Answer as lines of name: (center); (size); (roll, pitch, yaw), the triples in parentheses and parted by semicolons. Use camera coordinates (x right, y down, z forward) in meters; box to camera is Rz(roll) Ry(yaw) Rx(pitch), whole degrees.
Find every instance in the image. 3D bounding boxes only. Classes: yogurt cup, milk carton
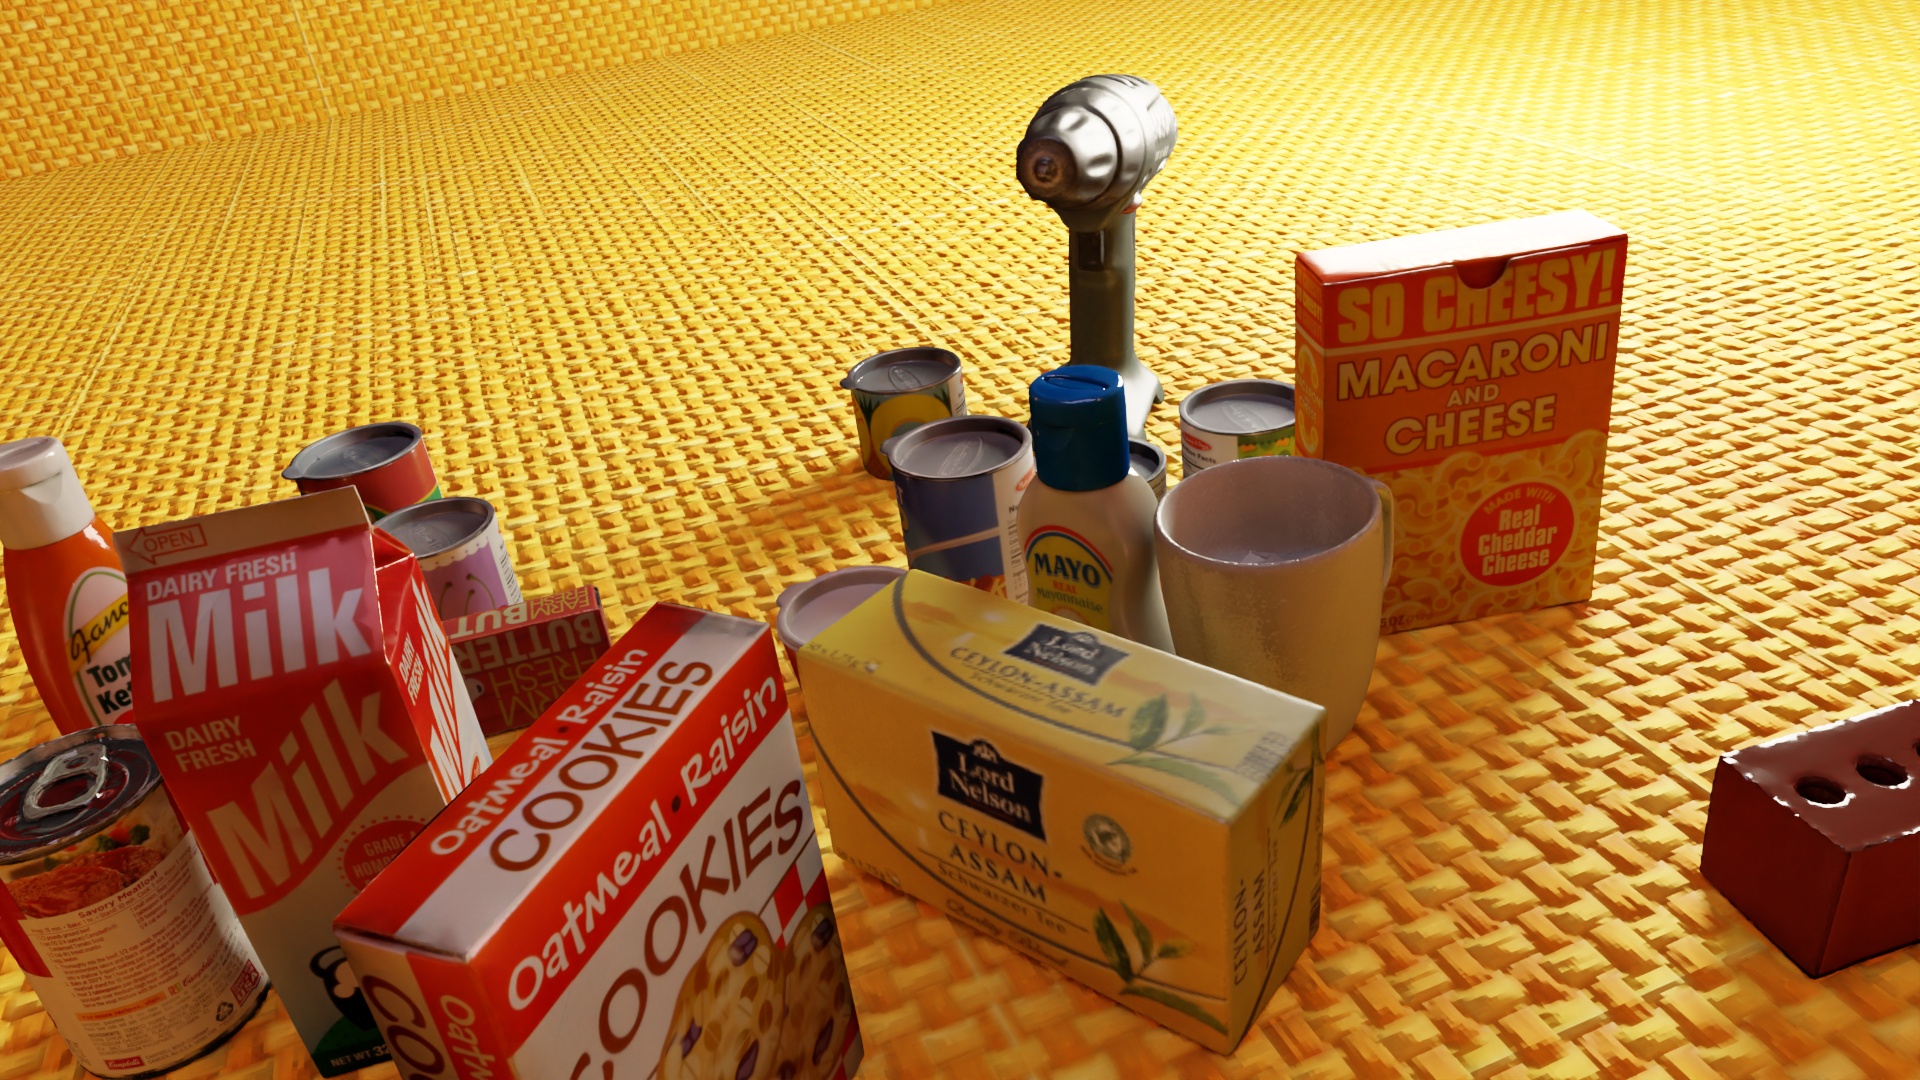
yogurt cup: (-0.040, 0.050, 0.591); (0.072, 0.053, 0.073); (-6, 29, 3)
milk carton: (-0.199, 0.073, 0.449); (0.072, 0.189, 0.074); (-13, 29, -9)

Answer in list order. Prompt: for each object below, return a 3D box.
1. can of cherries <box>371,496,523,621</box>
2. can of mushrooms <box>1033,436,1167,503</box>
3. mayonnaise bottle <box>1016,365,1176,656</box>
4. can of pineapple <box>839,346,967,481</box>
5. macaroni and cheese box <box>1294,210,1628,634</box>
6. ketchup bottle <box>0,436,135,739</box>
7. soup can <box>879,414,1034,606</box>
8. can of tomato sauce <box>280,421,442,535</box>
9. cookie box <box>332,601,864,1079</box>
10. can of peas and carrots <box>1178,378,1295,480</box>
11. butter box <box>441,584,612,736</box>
can of cherries: (-0.262, 0.019, 0.698); (0.071, 0.058, 0.072); (-6, 29, 3)
can of mushrooms: (0.072, -0.026, 0.720); (0.071, 0.033, 0.071); (-6, 29, 3)
mayonnaise bottle: (0.051, 0.005, 0.552); (0.065, 0.147, 0.041); (14, 36, 34)
can of pineapple: (-0.031, -0.074, 0.806); (0.071, 0.057, 0.071); (-6, 29, 3)
macaroni and cheese box: (0.206, -0.044, 0.582); (0.124, 0.165, 0.040); (-10, 29, -3)
ketchup bottle: (-0.393, 0.027, 0.623); (0.043, 0.148, 0.065); (11, 34, 31)
soup can: (0.002, -0.008, 0.654); (0.071, 0.083, 0.072); (-6, 29, 4)
can of tomato sauce: (-0.310, -0.011, 0.738); (0.071, 0.082, 0.071); (-6, 29, 4)
cookie box: (-0.080, 0.119, 0.359); (0.040, 0.166, 0.123); (5, 31, 22)
can of peas and carrots: (0.148, -0.044, 0.706); (0.071, 0.058, 0.071); (-6, 29, 3)
butter box: (-0.206, 0.058, 0.619); (0.104, 0.053, 0.024); (-14, 29, -11)
